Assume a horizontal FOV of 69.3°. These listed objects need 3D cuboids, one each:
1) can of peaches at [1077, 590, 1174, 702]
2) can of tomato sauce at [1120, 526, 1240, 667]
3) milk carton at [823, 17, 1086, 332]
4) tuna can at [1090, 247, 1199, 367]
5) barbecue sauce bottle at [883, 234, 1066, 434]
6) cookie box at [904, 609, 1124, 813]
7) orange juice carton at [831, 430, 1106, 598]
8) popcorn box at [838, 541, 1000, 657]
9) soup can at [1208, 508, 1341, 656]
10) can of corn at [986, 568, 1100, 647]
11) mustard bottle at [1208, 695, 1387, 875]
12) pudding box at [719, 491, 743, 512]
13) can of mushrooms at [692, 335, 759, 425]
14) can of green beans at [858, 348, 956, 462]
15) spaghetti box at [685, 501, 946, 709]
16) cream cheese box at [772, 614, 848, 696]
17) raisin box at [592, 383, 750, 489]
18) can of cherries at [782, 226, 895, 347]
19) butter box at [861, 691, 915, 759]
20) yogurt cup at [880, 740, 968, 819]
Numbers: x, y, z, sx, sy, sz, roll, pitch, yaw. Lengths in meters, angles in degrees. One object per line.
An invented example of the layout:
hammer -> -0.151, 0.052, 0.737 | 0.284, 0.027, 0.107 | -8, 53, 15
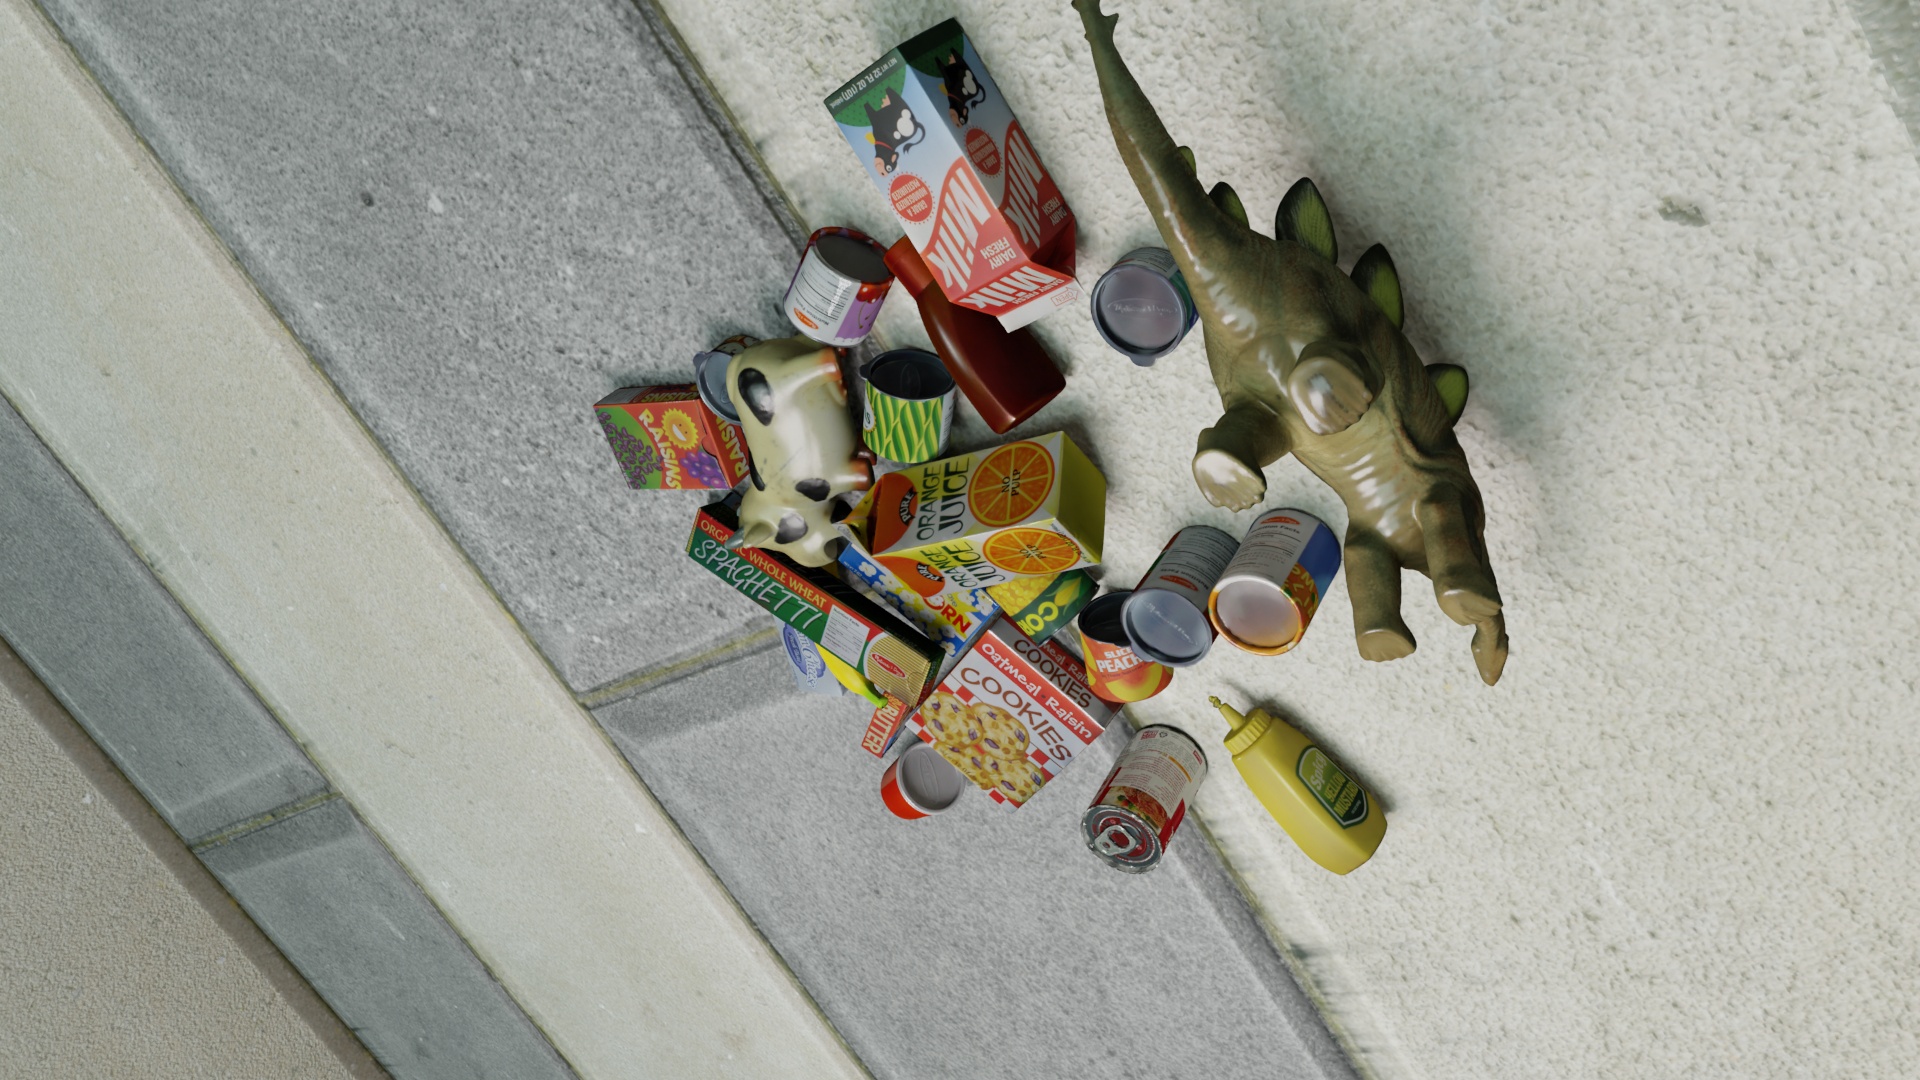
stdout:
can of peaches -> 0.124, 0.080, 1.035 | 0.071, 0.071, 0.057 | 8, 127, 30
can of tomato sauce -> 0.158, 0.040, 0.972 | 0.071, 0.083, 0.070 | 18, 130, 23
milk carton -> 0.006, -0.225, 0.888 | 0.072, 0.074, 0.190 | -20, 109, 41
tuna can -> 0.120, -0.150, 0.894 | 0.071, 0.033, 0.070 | 18, 130, 23
barbecue sauce bottle -> 0.006, -0.147, 0.956 | 0.148, 0.065, 0.043 | 52, 147, 3
cookie box -> 0.042, 0.144, 1.160 | 0.123, 0.040, 0.166 | 40, 136, 2
orange juice carton -> 0.004, -0.013, 1.009 | 0.192, 0.073, 0.071 | -12, 147, 29
popcorn box -> -0.026, 0.025, 1.119 | 0.127, 0.038, 0.084 | 40, 136, 2
soup can -> 0.211, 0.030, 0.929 | 0.071, 0.084, 0.071 | 18, 130, 22
can of corn -> 0.060, 0.037, 1.046 | 0.058, 0.071, 0.071 | 46, 135, -3
mustard bottle -> 0.243, 0.173, 1.029 | 0.160, 0.065, 0.048 | 45, 133, 4
pudding box -> -0.180, 0.002, 1.212 | 0.084, 0.030, 0.049 | 35, 135, 8
can of mushrooms -> -0.177, -0.130, 1.111 | 0.071, 0.034, 0.070 | 18, 131, 23
can of green beans -> -0.038, -0.098, 1.016 | 0.071, 0.071, 0.057 | 23, 132, 18
spaghetti box -> -0.123, 0.049, 1.141 | 0.250, 0.029, 0.050 | 32, 119, 20
cream cheese box -> -0.134, 0.091, 1.250 | 0.053, 0.024, 0.103 | 4, 124, 30
raisin box -> -0.244, -0.088, 1.183 | 0.123, 0.040, 0.085 | 1, 121, 33
can of cherries -> -0.085, -0.181, 0.987 | 0.071, 0.072, 0.058 | 36, 129, 6
butter box -> -0.053, 0.141, 1.212 | 0.024, 0.053, 0.103 | 32, 134, 8
yogurt cup -> -0.037, 0.219, 1.253 | 0.072, 0.073, 0.053 | 46, 143, -3
